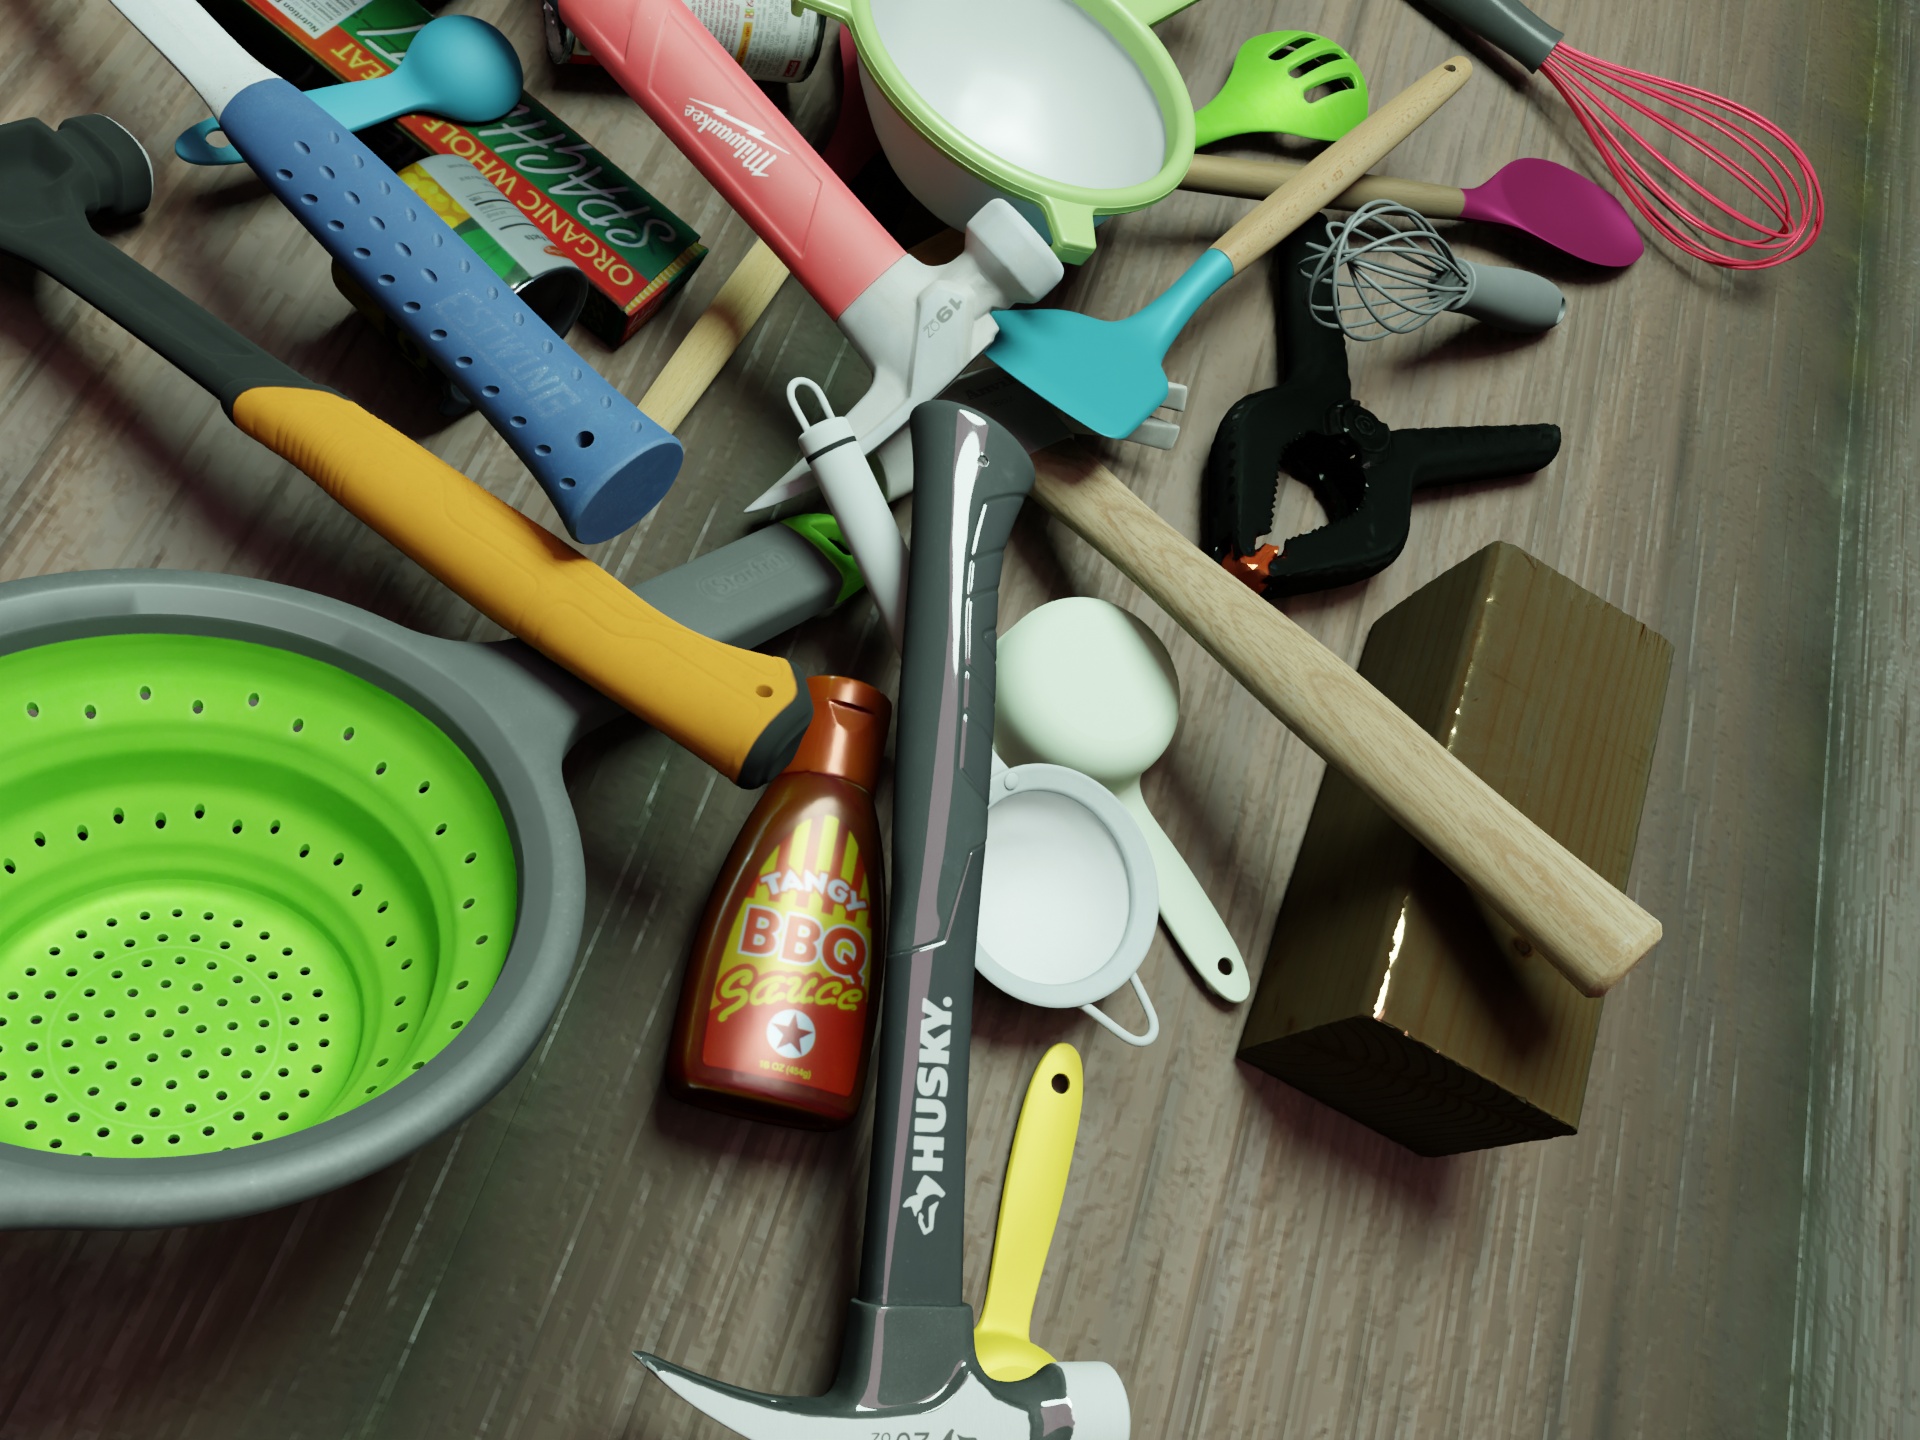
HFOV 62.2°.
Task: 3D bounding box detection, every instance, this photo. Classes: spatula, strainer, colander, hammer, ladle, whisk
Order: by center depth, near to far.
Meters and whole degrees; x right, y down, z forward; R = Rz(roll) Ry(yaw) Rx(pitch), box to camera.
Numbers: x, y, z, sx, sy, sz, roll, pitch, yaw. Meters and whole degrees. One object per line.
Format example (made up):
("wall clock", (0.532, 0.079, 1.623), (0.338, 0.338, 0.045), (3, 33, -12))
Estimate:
("hammer", (-0.192, -0.080, 0.486), (0.337, 0.034, 0.127), (34, 40, 7))
("colander", (-0.164, 0.029, 0.487), (0.204, 0.094, 0.397), (41, 42, 15))
("hammer", (-0.013, 0.058, 0.498), (0.146, 0.035, 0.335), (9, 75, -21))
("hammer", (-0.231, -0.210, 0.517), (0.144, 0.035, 0.406), (-41, 76, -15))
("hammer", (-0.144, -0.253, 0.550), (0.143, 0.038, 0.386), (-42, 97, 8))
("strainer", (-0.001, -0.002, 0.558), (0.087, 0.050, 0.258), (-28, 95, -31))
("hammer", (0.107, -0.029, 0.571), (0.130, 0.031, 0.332), (-29, 59, -29))
("ladle", (-0.069, -0.199, 0.641), (0.069, 0.031, 0.315), (32, 64, -9))
("spatula", (0.127, -0.210, 0.663), (0.082, 0.044, 0.317), (39, 64, 18))
("strainer", (0.043, -0.272, 0.675), (0.151, 0.069, 0.256), (43, 50, 2))
("whisk", (0.216, -0.188, 0.698), (0.239, 0.055, 0.055), (-10, 72, -49))
("whisk", (0.321, -0.335, 0.826), (0.296, 0.073, 0.073), (38, 61, 2))

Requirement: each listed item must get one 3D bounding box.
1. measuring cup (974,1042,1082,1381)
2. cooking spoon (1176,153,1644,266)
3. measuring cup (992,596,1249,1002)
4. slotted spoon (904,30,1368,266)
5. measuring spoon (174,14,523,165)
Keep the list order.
("measuring cup", (0.023, 0.181, 0.524), (0.062, 0.029, 0.157), (20, 67, -13))
("cooking spoon", (0.215, -0.247, 0.754), (0.318, 0.017, 0.069), (-5, 66, -31))
("measuring cup", (0.069, 0.028, 0.596), (0.083, 0.038, 0.168), (-24, 78, -27))
("slotted spoon", (0.081, -0.252, 0.718), (0.314, 0.031, 0.070), (-33, 79, -27))
("measuring spoon", (-0.214, -0.223, 0.562), (0.128, 0.021, 0.042), (-30, 83, -28))
